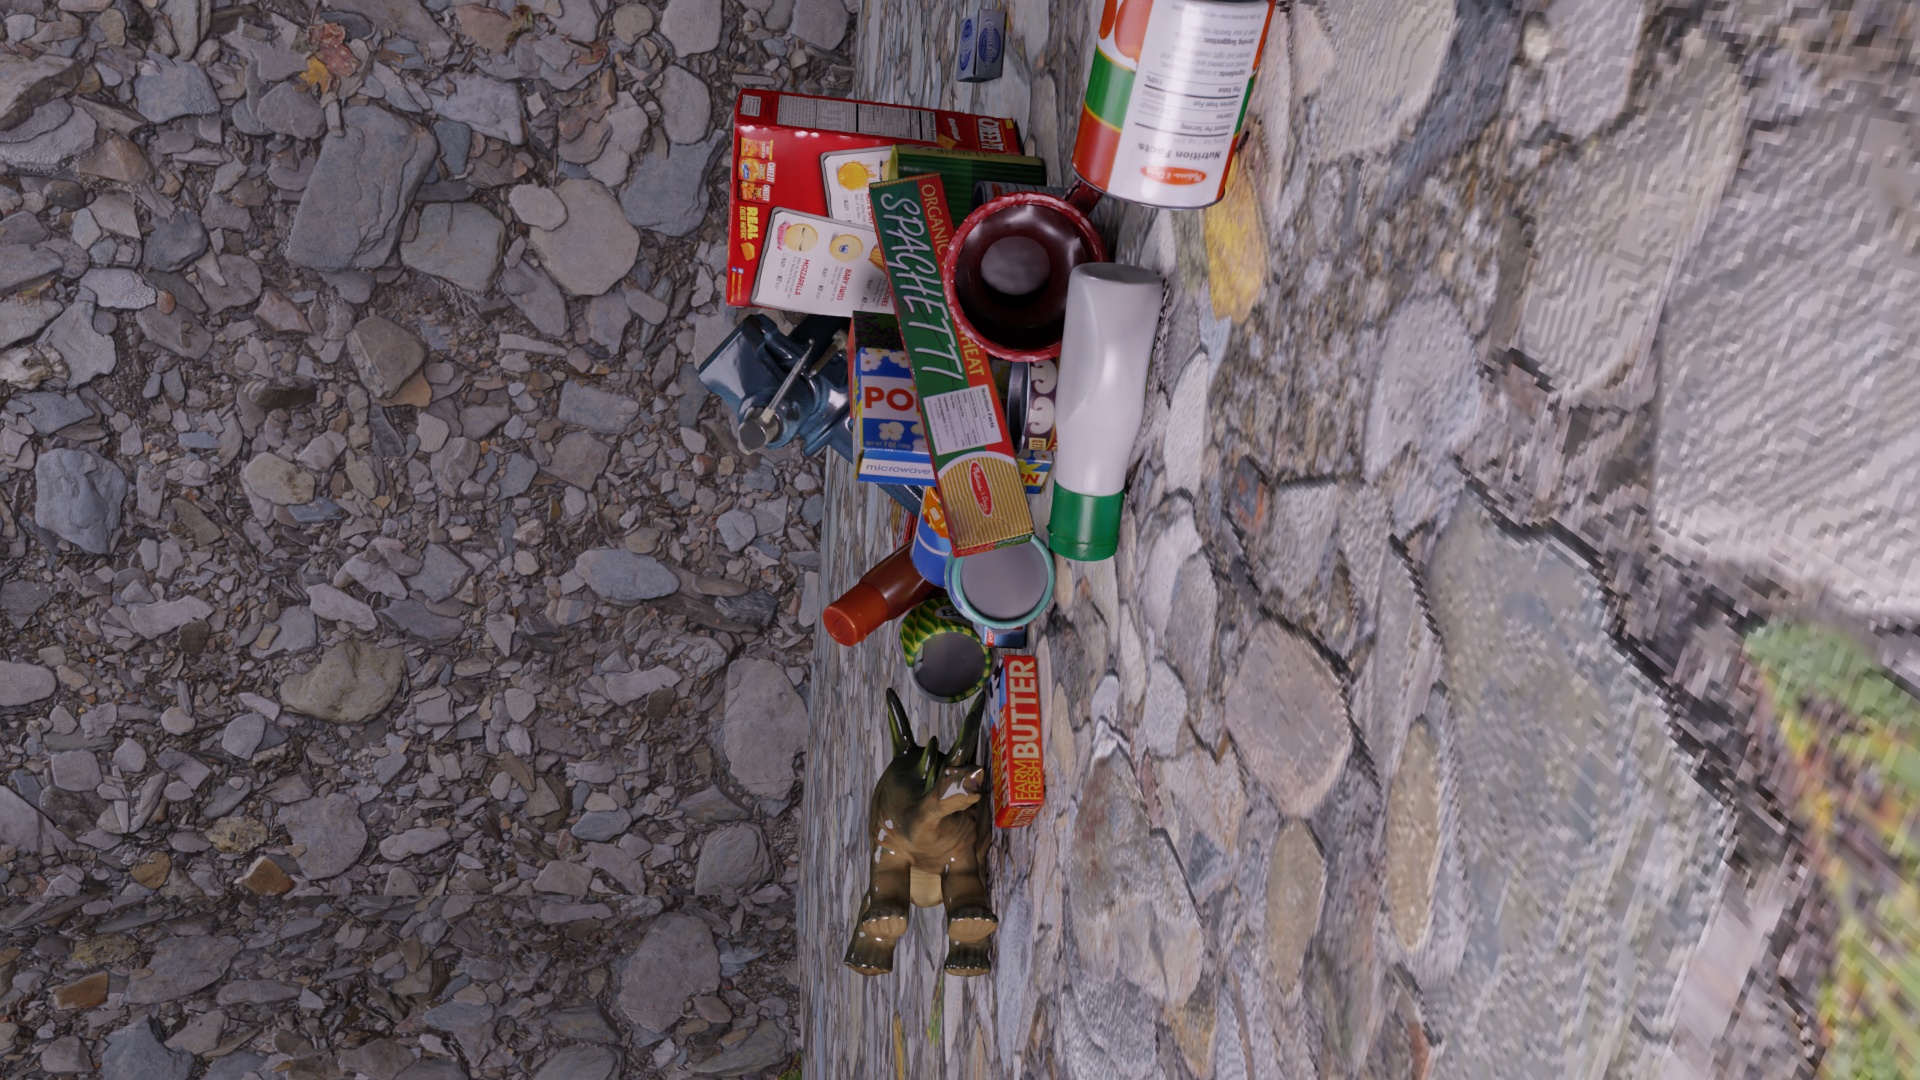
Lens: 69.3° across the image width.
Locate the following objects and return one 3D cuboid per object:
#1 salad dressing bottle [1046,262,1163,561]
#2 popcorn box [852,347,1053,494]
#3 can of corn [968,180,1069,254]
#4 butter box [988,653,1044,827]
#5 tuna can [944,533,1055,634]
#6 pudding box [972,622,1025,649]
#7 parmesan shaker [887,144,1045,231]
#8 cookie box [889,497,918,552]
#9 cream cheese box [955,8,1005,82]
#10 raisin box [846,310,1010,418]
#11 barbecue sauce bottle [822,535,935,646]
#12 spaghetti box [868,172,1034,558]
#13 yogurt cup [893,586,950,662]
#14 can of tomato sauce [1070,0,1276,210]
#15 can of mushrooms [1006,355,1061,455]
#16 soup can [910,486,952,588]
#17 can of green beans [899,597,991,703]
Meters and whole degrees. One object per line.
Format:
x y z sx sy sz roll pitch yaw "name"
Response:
0.070 -0.063 0.699 0.064 0.044 0.147 -111 24 -64 "salad dressing bottle"
-0.007 -0.078 0.911 0.038 0.127 0.085 110 160 -53 "popcorn box"
0.037 -0.190 0.880 0.071 0.058 0.071 -175 88 -81 "can of corn"
0.036 0.131 0.907 0.053 0.024 0.104 108 162 -61 "butter box"
0.025 0.025 0.873 0.033 0.071 0.071 176 96 -80 "tuna can"
0.029 0.029 0.961 0.050 0.030 0.083 -134 47 -79 "pudding box"
0.003 -0.237 0.965 0.071 0.103 0.071 -175 88 -81 "parmesan shaker"
-0.042 -0.030 1.377 0.168 0.040 0.122 -100 16 -53 "cookie box"
0.016 -0.418 1.177 0.104 0.024 0.053 -118 31 -72 "cream cheese box"
-0.018 -0.121 0.997 0.086 0.123 0.039 -98 16 -48 "raisin box"
-0.046 0.031 1.103 0.149 0.044 0.064 -38 -10 -38 "barbecue sauce bottle"
-0.008 -0.112 0.861 0.028 0.050 0.250 96 161 -72 "spaghetti box"
-0.020 0.069 1.152 0.054 0.072 0.072 -88 5 -62 "yogurt cup"
0.085 -0.187 0.564 0.071 0.071 0.082 -100 16 -52 "can of tomato sauce"
0.050 -0.085 0.850 0.071 0.033 0.071 -175 88 -80 "can of mushrooms"
0.004 -0.013 1.027 0.083 0.071 0.072 104 165 -47 "soup can"
-0.012 0.086 1.084 0.058 0.071 0.071 -114 28 -68 "can of green beans"
